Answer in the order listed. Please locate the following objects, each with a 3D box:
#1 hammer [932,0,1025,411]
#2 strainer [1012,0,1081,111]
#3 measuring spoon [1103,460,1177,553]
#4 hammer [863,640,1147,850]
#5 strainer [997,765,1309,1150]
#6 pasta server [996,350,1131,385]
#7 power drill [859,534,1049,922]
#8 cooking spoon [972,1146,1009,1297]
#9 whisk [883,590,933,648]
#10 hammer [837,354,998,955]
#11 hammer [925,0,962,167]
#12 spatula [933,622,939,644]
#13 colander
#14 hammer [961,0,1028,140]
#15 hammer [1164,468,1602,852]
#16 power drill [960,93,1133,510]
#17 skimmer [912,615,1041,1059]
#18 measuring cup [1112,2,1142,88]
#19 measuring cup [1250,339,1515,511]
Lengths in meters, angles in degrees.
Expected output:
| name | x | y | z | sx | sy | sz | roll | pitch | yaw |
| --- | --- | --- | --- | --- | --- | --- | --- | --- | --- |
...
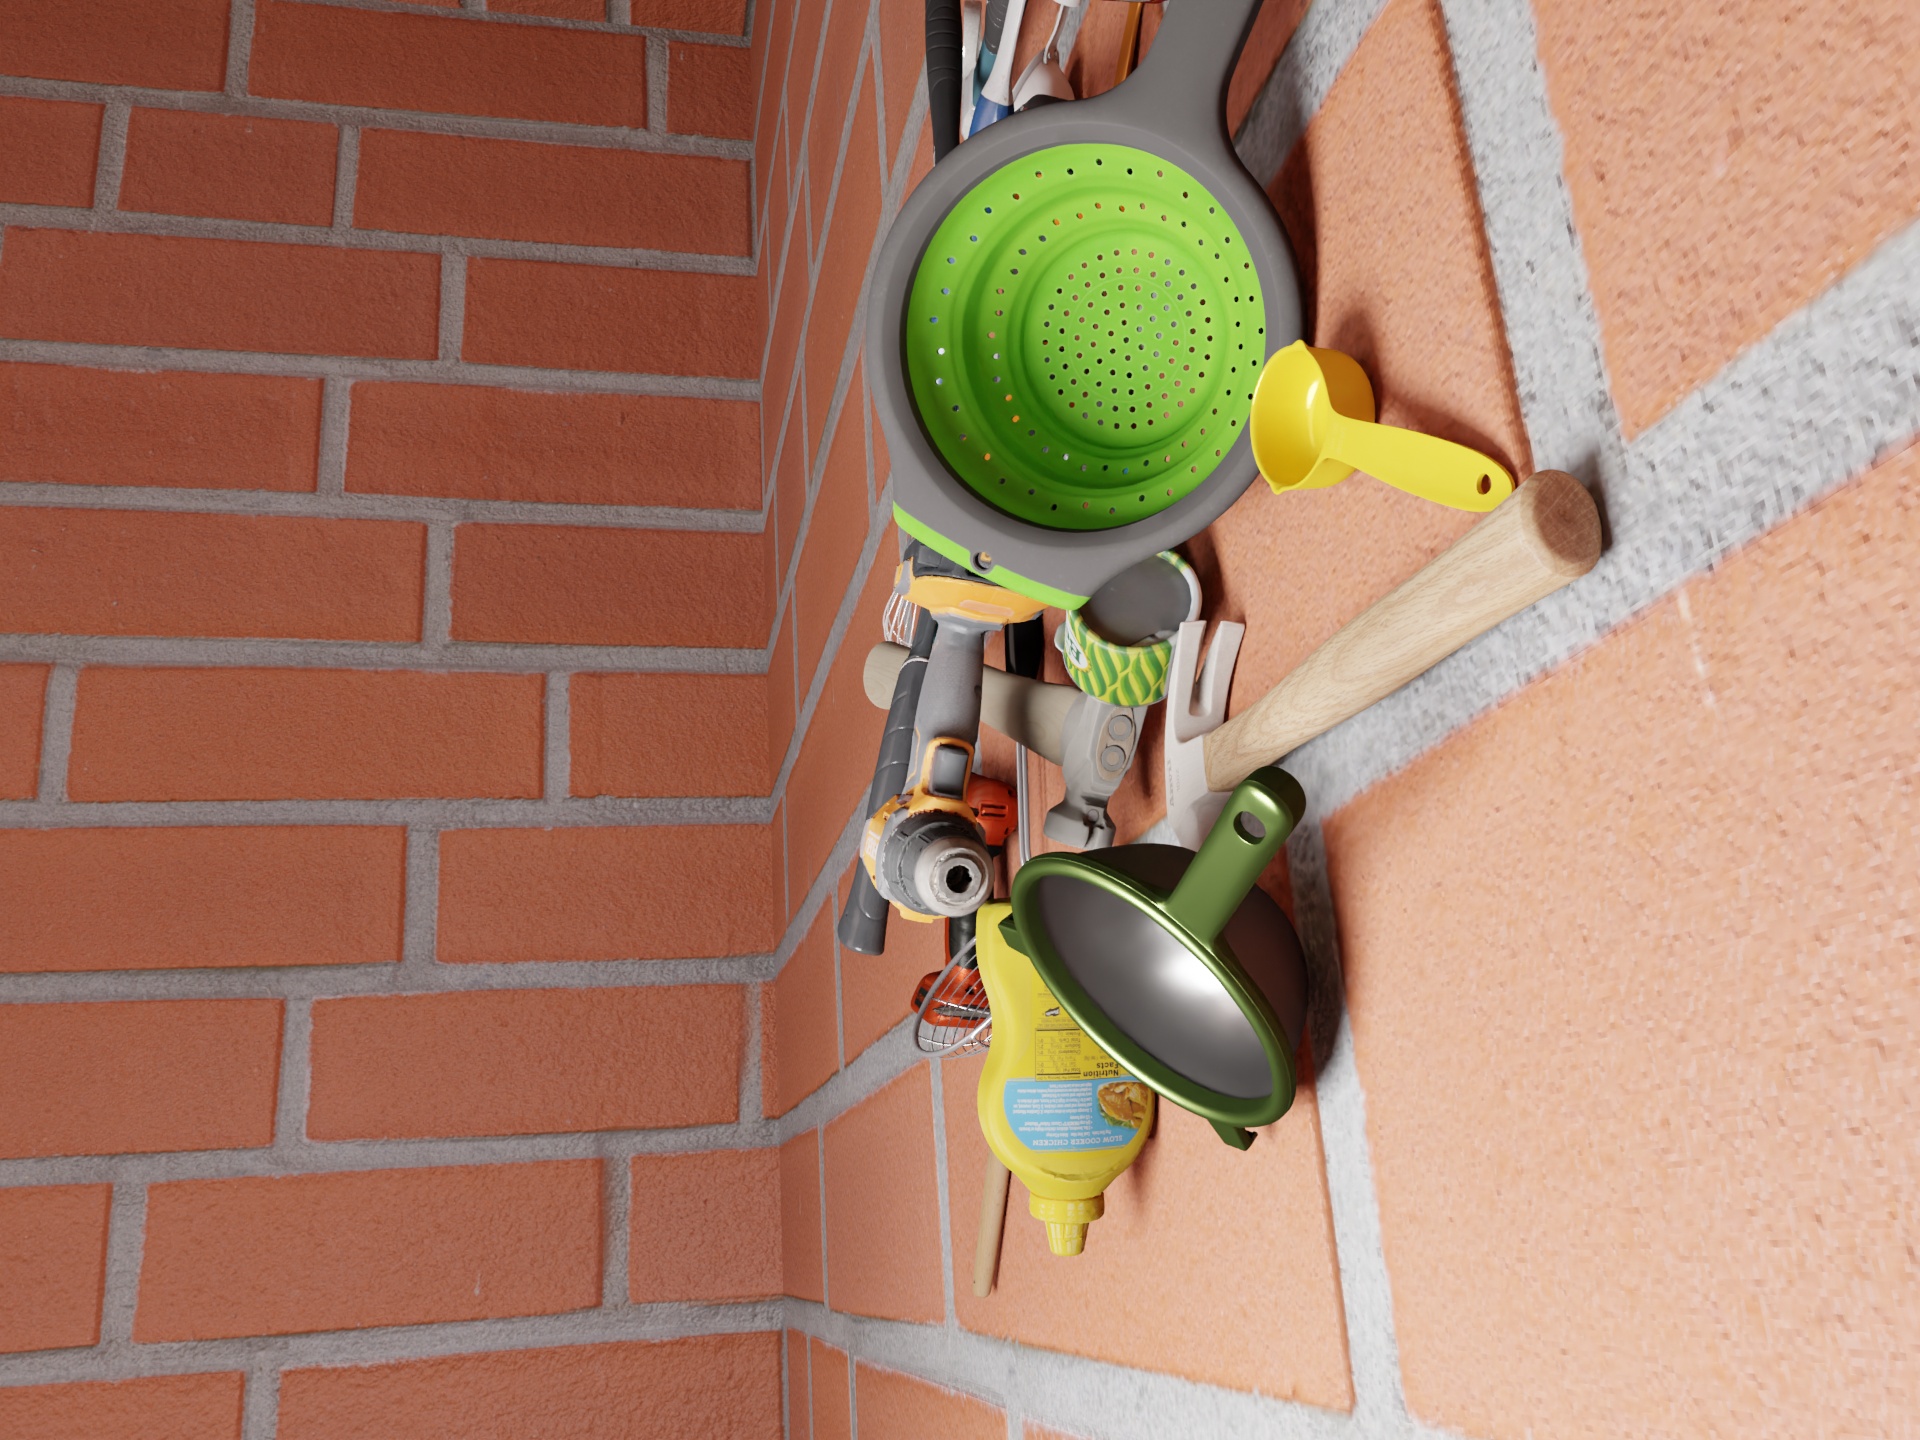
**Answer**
| name | x | y | z | sx | sy | sz | roll | pitch | yaw |
| --- | --- | --- | --- | --- | --- | --- | --- | --- | --- |
| hammer | 0.021 | -0.324 | 0.802 | 0.144 | 0.035 | 0.405 | -107 | 25 | -51 |
| strainer | 0.065 | -0.440 | 0.984 | 0.087 | 0.050 | 0.258 | -50 | -19 | -51 |
| measuring spoon | 0.108 | -0.103 | 0.849 | 0.042 | 0.021 | 0.129 | 97 | 158 | -47 |
| hammer | 0.015 | -0.028 | 1.023 | 0.411 | 0.038 | 0.146 | -159 | 83 | -68 |
| strainer | 0.105 | 0.073 | 0.646 | 0.151 | 0.069 | 0.256 | 41 | 152 | 15 |
| pasta server | 0.058 | -0.221 | 1.048 | 0.316 | 0.040 | 0.060 | -159 | 70 | -72 |
| power drill | -0.001 | -0.003 | 0.860 | 0.185 | 0.084 | 0.226 | -173 | 94 | -81 |
| cooking spoon | 0.032 | 0.287 | 1.154 | 0.069 | 0.017 | 0.318 | -119 | 33 | -66 |
| whisk | -0.028 | -0.158 | 1.395 | 0.058 | 0.059 | 0.246 | 32 | 125 | 32 |
| hammer | -0.021 | -0.051 | 1.035 | 0.149 | 0.036 | 0.409 | -3 | 74 | 67 |
| hammer | -0.011 | -0.420 | 1.122 | 0.146 | 0.035 | 0.335 | 103 | 167 | -64 |
| spatula | 0.002 | -0.089 | 1.197 | 0.317 | 0.044 | 0.082 | -162 | 75 | -81 |
| colander | 0.095 | -0.249 | 0.720 | 0.094 | 0.204 | 0.397 | -31 | -33 | -65 |
| hammer | 0.027 | -0.473 | 1.087 | 0.331 | 0.033 | 0.128 | -166 | 78 | -85 |
| hammer | 0.146 | -0.015 | 0.631 | 0.331 | 0.031 | 0.130 | 126 | 142 | -69 |
| power drill | 0.049 | -0.224 | 0.898 | 0.164 | 0.084 | 0.226 | -168 | 84 | -71 |
| skimmer | 0.016 | 0.041 | 1.068 | 0.127 | 0.090 | 0.363 | 161 | 110 | -63 |
| measuring cup | 0.077 | -0.416 | 0.899 | 0.095 | 0.052 | 0.173 | -117 | 32 | -64 |
| measuring cup | 0.162 | -0.103 | 0.597 | 0.157 | 0.029 | 0.062 | -138 | 48 | -58 |
